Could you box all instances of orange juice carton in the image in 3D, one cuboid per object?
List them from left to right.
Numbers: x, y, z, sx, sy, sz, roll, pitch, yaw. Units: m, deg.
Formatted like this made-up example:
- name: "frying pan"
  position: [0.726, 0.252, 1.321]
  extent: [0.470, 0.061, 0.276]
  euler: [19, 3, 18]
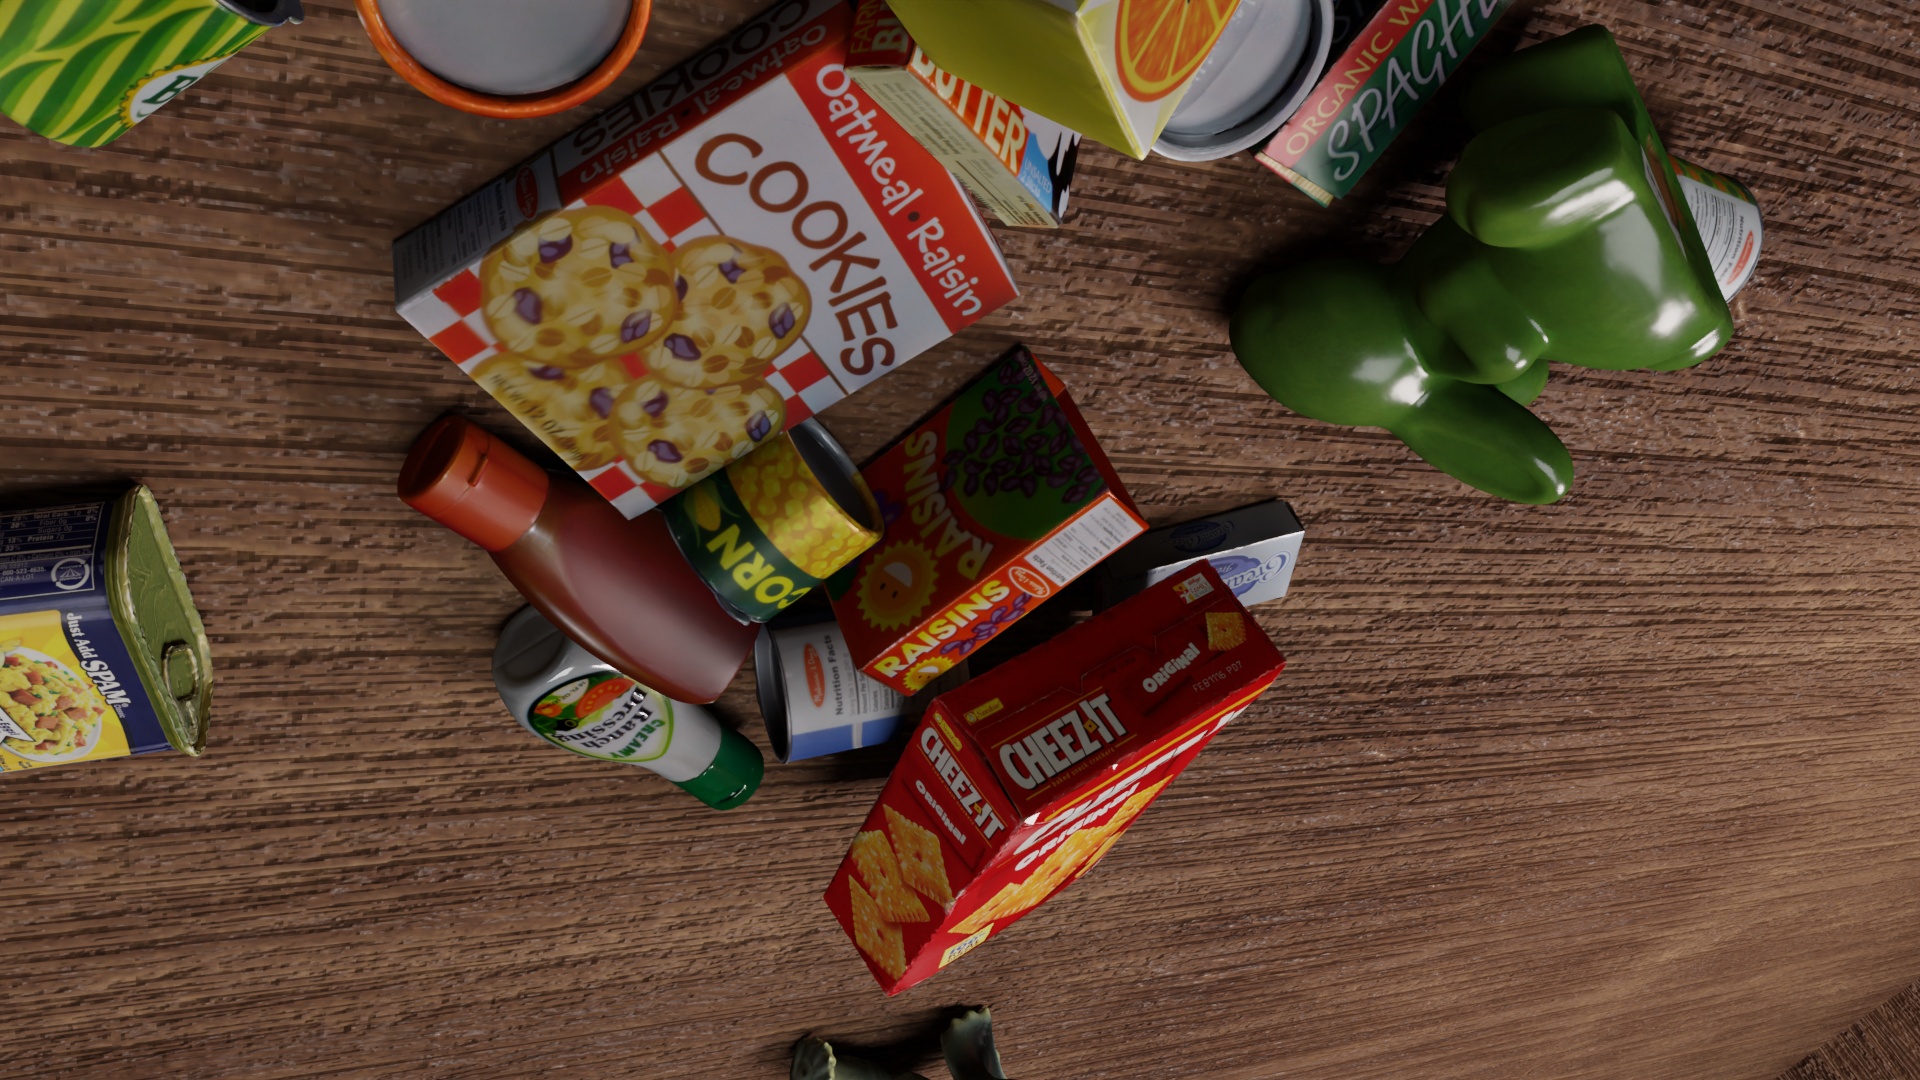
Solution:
- name: "orange juice carton"
  position: [0.057, -0.202, 0.338]
  extent: [0.192, 0.072, 0.073]
  euler: [-59, 158, 1]

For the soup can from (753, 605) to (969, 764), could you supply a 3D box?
- name: "soup can"
  position: [-0.046, 0.061, 0.629]
  extent: [0.084, 0.071, 0.071]
  euler: [-9, 138, -19]

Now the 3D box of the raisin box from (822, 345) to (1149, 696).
- name: "raisin box"
  position: [0.002, -0.007, 0.562]
  extent: [0.123, 0.086, 0.040]
  euler: [-36, 143, 13]

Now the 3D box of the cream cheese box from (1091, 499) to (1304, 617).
- name: "cream cheese box"
  position: [0.117, 0.016, 0.693]
  extent: [0.104, 0.024, 0.053]
  euler: [-14, 140, -12]

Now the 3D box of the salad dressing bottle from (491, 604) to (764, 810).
- name: "salad dressing bottle"
  position: [-0.141, 0.077, 0.615]
  extent: [0.064, 0.044, 0.147]
  euler: [-33, 140, 8]

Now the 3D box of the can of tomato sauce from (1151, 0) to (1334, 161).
- name: "can of tomato sauce"
  position: [0.062, -0.166, 0.421]
  extent: [0.071, 0.083, 0.070]
  euler: [-14, 139, -12]

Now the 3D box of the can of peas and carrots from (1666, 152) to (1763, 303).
- name: "can of peas and carrots"
  position: [0.291, -0.130, 0.592]
  extent: [0.059, 0.071, 0.070]
  euler: [7, 131, -31]

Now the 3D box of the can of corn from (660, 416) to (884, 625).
- name: "can of corn"
  position: [-0.071, -0.010, 0.534]
  extent: [0.058, 0.071, 0.071]
  euler: [-35, 139, 12]

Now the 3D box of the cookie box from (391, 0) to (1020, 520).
- name: "cookie box"
  position: [-0.079, -0.092, 0.466]
  extent: [0.167, 0.040, 0.122]
  euler: [-29, 139, 7]

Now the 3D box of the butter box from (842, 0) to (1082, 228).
- name: "butter box"
  position: [0.006, -0.142, 0.428]
  extent: [0.024, 0.053, 0.103]
  euler: [7, 169, 32]

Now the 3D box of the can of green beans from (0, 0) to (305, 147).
- name: "can of green beans"
  position: [-0.208, -0.137, 0.331]
  extent: [0.058, 0.071, 0.071]
  euler: [-31, 140, 8]

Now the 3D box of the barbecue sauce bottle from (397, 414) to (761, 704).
- name: "barbecue sauce bottle"
  position: [-0.141, 0.006, 0.529]
  extent: [0.043, 0.065, 0.148]
  euler: [3, 153, 42]

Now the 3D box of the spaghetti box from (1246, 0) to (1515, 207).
- name: "spaghetti box"
  position: [0.189, -0.224, 0.464]
  extent: [0.050, 0.029, 0.249]
  euler: [16, 125, -38]

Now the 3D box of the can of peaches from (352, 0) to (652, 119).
- name: "can of peaches"
  position: [-0.109, -0.141, 0.329]
  extent: [0.071, 0.058, 0.070]
  euler: [-14, 139, -12]
